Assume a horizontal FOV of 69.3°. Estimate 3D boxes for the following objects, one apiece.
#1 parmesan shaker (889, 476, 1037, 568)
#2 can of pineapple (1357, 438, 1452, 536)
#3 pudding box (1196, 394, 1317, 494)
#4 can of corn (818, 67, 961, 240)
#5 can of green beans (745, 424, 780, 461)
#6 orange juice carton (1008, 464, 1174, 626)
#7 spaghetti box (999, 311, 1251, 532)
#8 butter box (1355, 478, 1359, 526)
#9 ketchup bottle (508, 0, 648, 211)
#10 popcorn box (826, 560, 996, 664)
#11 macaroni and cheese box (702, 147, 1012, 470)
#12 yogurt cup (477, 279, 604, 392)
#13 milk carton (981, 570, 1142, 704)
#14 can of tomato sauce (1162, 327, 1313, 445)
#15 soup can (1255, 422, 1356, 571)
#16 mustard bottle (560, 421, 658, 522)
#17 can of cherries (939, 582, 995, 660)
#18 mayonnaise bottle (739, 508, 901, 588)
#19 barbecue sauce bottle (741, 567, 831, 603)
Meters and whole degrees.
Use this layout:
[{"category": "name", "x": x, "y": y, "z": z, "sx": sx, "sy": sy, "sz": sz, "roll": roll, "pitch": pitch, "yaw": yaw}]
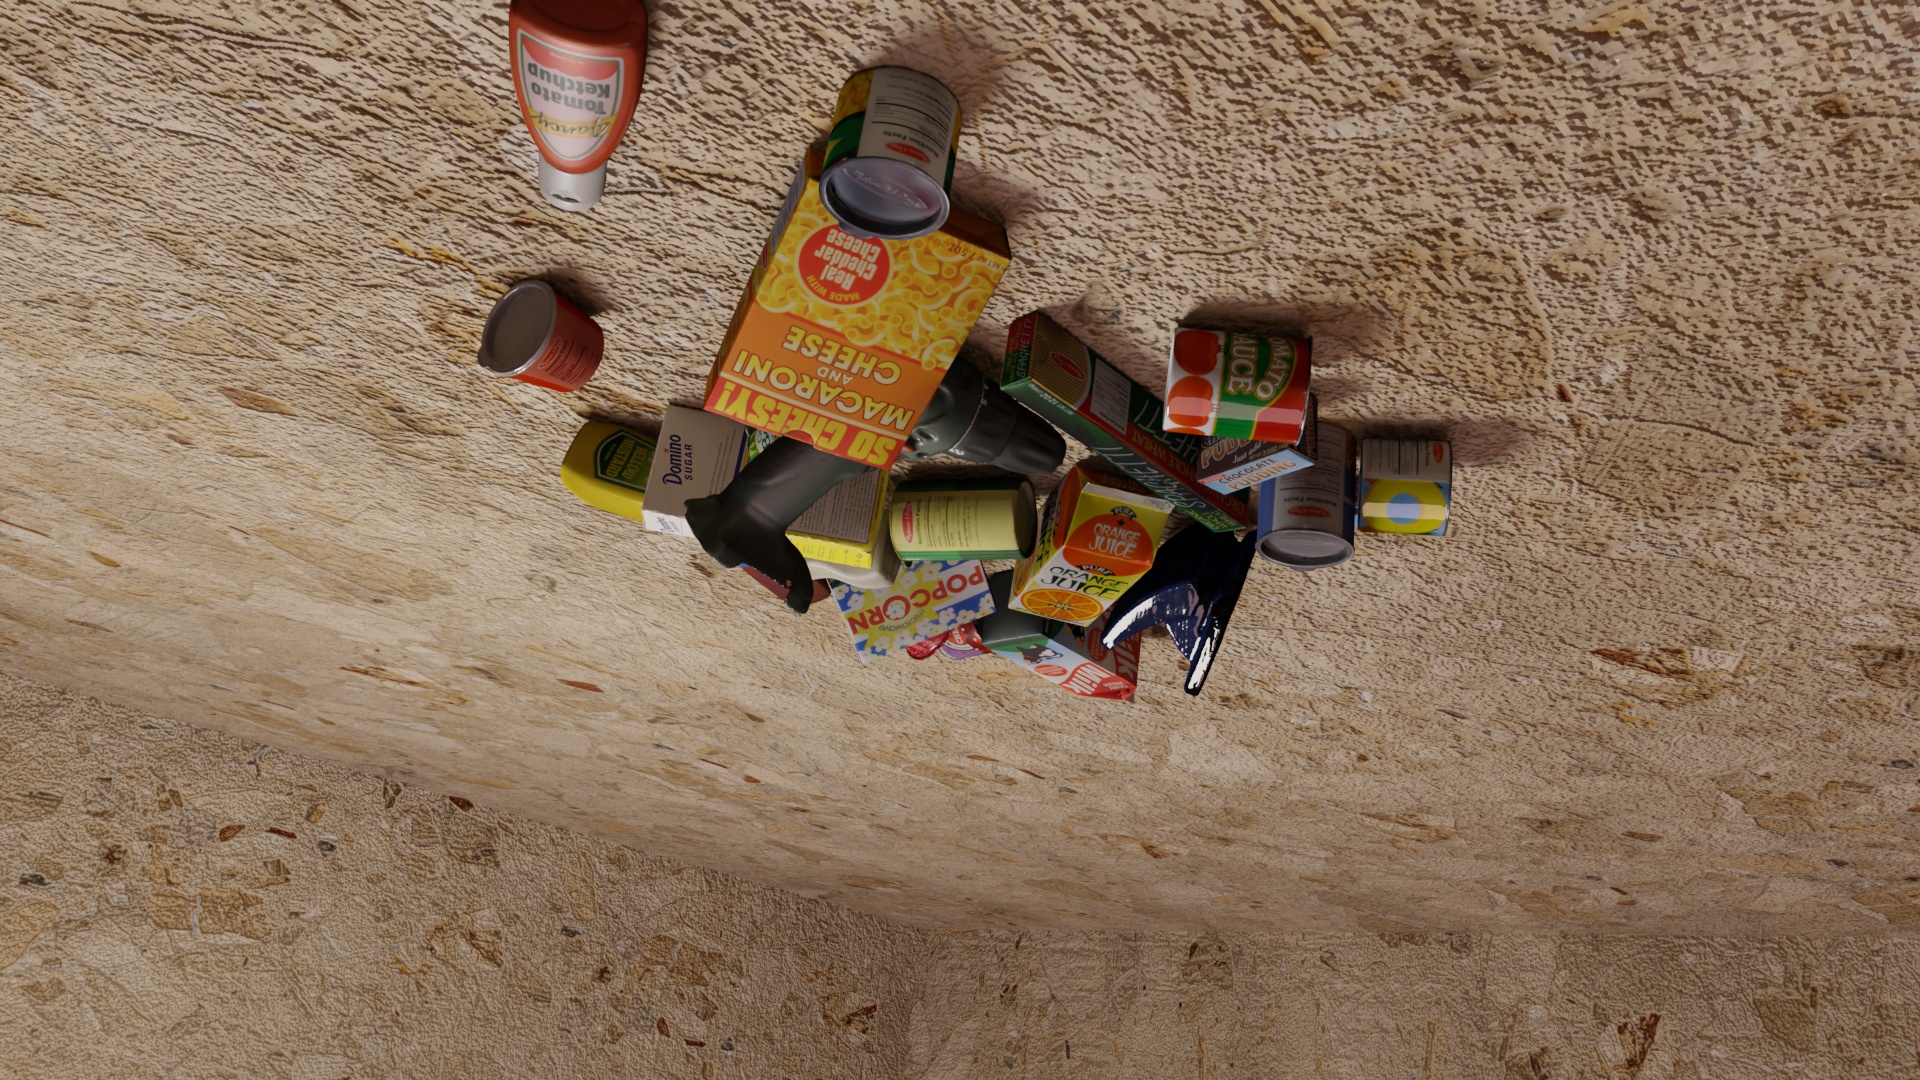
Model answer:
[{"category": "parmesan shaker", "x": 0.004, "y": -0.014, "z": 1.101, "sx": 0.103, "sy": 0.071, "sz": 0.071, "roll": -1, "pitch": 155, "yaw": 19}, {"category": "can of pineapple", "x": 0.304, "y": -0.035, "z": 0.953, "sx": 0.058, "sy": 0.071, "sz": 0.070, "roll": 3, "pitch": 156, "yaw": 14}, {"category": "pudding box", "x": 0.200, "y": -0.067, "z": 0.936, "sx": 0.030, "sy": 0.050, "sz": 0.083, "roll": 22, "pitch": 154, "yaw": -32}, {"category": "can of corn", "x": -0.036, "y": -0.195, "z": 0.708, "sx": 0.071, "sy": 0.058, "sz": 0.071, "roll": 7, "pitch": 157, "yaw": 3}, {"category": "can of green beans", "x": -0.113, "y": -0.072, "z": 1.010, "sx": 0.071, "sy": 0.071, "sz": 0.057, "roll": 21, "pitch": 153, "yaw": -27}, {"category": "orange juice carton", "x": 0.102, "y": 0.000, "z": 1.096, "sx": 0.072, "sy": 0.073, "sz": 0.192, "roll": 14, "pitch": 156, "yaw": -10}, {"category": "spaghetti box", "x": 0.120, "y": -0.074, "z": 0.949, "sx": 0.028, "sy": 0.050, "sz": 0.250, "roll": -12, "pitch": 150, "yaw": 42}, {"category": "butter box", "x": 0.272, "y": -0.018, "z": 1.058, "sx": 0.053, "sy": 0.024, "sz": 0.103, "roll": 9, "pitch": 157, "yaw": -4}, {"category": "ketchup bottle", "x": -0.197, "y": -0.225, "z": 0.713, "sx": 0.065, "sy": 0.044, "sz": 0.148, "roll": 13, "pitch": 157, "yaw": -12}, {"category": "popcorn box", "x": -0.041, "y": 0.041, "z": 1.173, "sx": 0.127, "sy": 0.038, "sz": 0.085, "roll": -22, "pitch": 123, "yaw": -5}, {"category": "macaroni and cheese box", "x": -0.064, "y": -0.127, "z": 0.808, "sx": 0.124, "sy": 0.040, "sz": 0.165, "roll": 18, "pitch": 127, "yaw": -20}, {"category": "yogurt cup", "x": -0.277, "y": -0.133, "z": 0.930, "sx": 0.072, "sy": 0.072, "sz": 0.054, "roll": -7, "pitch": 160, "yaw": 31}, {"category": "milk carton", "x": 0.111, "y": 0.093, "z": 1.311, "sx": 0.073, "sy": 0.072, "sz": 0.190, "roll": -13, "pitch": 149, "yaw": 40}, {"category": "can of tomato sauce", "x": 0.170, "y": -0.097, "z": 0.858, "sx": 0.083, "sy": 0.071, "sz": 0.071, "roll": 6, "pitch": 157, "yaw": 6}, {"category": "soup can", "x": 0.241, "y": -0.030, "z": 0.966, "sx": 0.071, "sy": 0.084, "sz": 0.071, "roll": 7, "pitch": 157, "yaw": 3}, {"category": "mustard bottle", "x": -0.232, "y": -0.042, "z": 1.099, "sx": 0.160, "sy": 0.065, "sz": 0.048, "roll": 20, "pitch": 152, "yaw": -1}, {"category": "can of cherries", "x": 0.012, "y": 0.077, "z": 1.311, "sx": 0.058, "sy": 0.072, "sz": 0.071, "roll": -15, "pitch": 147, "yaw": 42}, {"category": "mayonnaise bottle", "x": -0.120, "y": 0.005, "z": 1.137, "sx": 0.148, "sy": 0.065, "sz": 0.041, "roll": 1, "pitch": 158, "yaw": 26}, {"category": "barbecue sauce bottle", "x": -0.174, "y": 0.011, "z": 1.255, "sx": 0.065, "sy": 0.044, "sz": 0.148, "roll": -4, "pitch": 153, "yaw": 25}]
